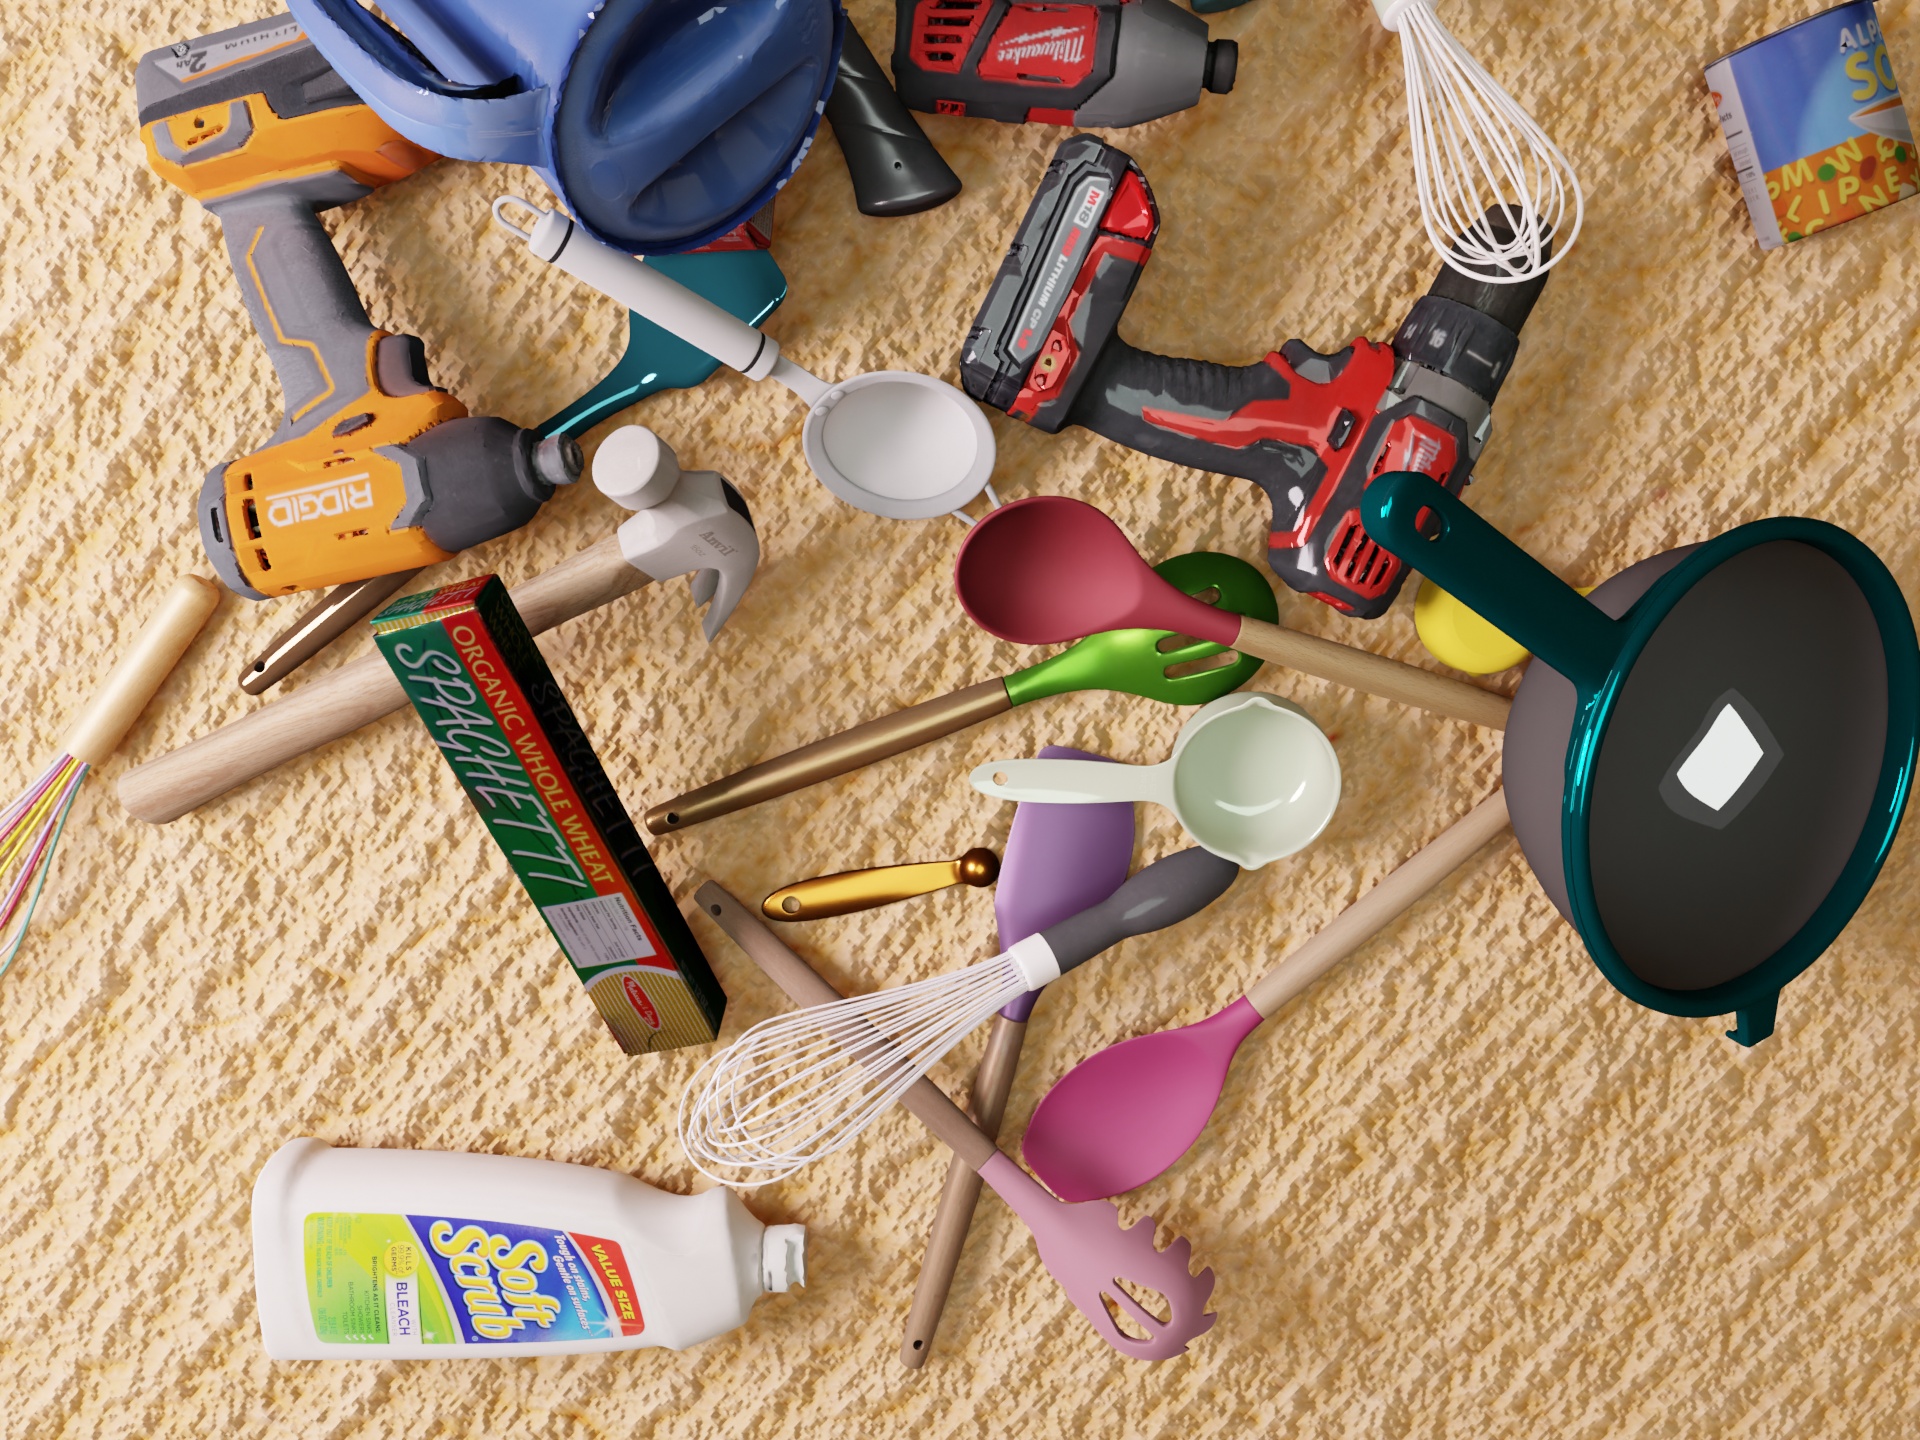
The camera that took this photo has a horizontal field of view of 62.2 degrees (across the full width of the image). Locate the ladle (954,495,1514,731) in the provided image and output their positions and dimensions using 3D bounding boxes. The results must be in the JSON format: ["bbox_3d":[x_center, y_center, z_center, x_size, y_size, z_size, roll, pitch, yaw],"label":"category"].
[{"bbox_3d":[0.145,-0.033,0.705,0.315,0.031,0.069,16,115,-13],"label":"ladle"}]

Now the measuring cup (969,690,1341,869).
[{"bbox_3d":[0.089,0.023,0.735,0.167,0.038,0.083,1,108,7],"label":"measuring cup"}]

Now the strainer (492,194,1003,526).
[{"bbox_3d":[-0.078,-0.152,0.673,0.258,0.050,0.087,25,137,-33],"label":"strainer"}]

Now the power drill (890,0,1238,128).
[{"bbox_3d":[0.052,-0.354,0.639,0.143,0.078,0.219,7,105,4],"label":"power drill"}]

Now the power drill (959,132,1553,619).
[{"bbox_3d":[0.131,-0.170,0.692,0.226,0.080,0.188,26,97,-5],"label":"power drill"}]

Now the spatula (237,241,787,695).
[{"bbox_3d":[-0.212,-0.115,0.719,0.317,0.044,0.082,-39,75,5],"label":"spatula"}]

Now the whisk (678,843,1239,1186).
[{"bbox_3d":[0.005,0.123,0.719,0.284,0.070,0.070,-26,96,-13],"label":"whisk"}]

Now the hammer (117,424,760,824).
[{"bbox_3d":[-0.238,-0.026,0.712,0.331,0.130,0.031,-24,66,15],"label":"hammer"}]

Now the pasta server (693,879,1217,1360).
[{"bbox_3d":[-0.006,0.185,0.749,0.316,0.040,0.060,42,98,7],"label":"pasta server"}]

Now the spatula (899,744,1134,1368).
[{"bbox_3d":[0.021,0.167,0.765,0.059,0.018,0.316,16,97,-5],"label":"spatula"}]

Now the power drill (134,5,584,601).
[{"bbox_3d":[-0.253,-0.176,0.679,0.164,0.084,0.226,-10,91,10],"label":"power drill"}]

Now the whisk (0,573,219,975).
[{"bbox_3d":[-0.425,0.034,0.748,0.051,0.047,0.245,37,94,-2],"label":"whisk"}]

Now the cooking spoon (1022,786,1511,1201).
[{"bbox_3d":[0.160,0.120,0.756,0.319,0.017,0.068,-40,96,6],"label":"cooking spoon"}]

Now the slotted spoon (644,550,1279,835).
[{"bbox_3d":[-0.001,-0.002,0.740,0.314,0.031,0.070,-20,101,5],"label":"slotted spoon"}]

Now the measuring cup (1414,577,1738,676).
[{"bbox_3d":[0.288,-0.051,0.723,0.156,0.029,0.062,-2,97,3],"label":"measuring cup"}]

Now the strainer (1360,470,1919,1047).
[{"bbox_3d":[0.258,-0.013,0.657,0.340,0.095,0.211,29,88,-29],"label":"strainer"}]

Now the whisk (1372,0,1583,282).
[{"bbox_3d":[0.190,-0.288,0.657,0.059,0.057,0.246,-21,75,14],"label":"whisk"}]

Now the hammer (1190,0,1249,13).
[{"bbox_3d":[0.023,-0.440,0.679,0.128,0.033,0.331,-39,95,7],"label":"hammer"}]

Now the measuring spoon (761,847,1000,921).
[{"bbox_3d":[-0.039,0.080,0.758,0.117,0.011,0.021,-11,97,3],"label":"measuring spoon"}]

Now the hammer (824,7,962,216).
[{"bbox_3d":[-0.124,-0.397,0.689,0.149,0.036,0.409,-34,96,4],"label":"hammer"}]
